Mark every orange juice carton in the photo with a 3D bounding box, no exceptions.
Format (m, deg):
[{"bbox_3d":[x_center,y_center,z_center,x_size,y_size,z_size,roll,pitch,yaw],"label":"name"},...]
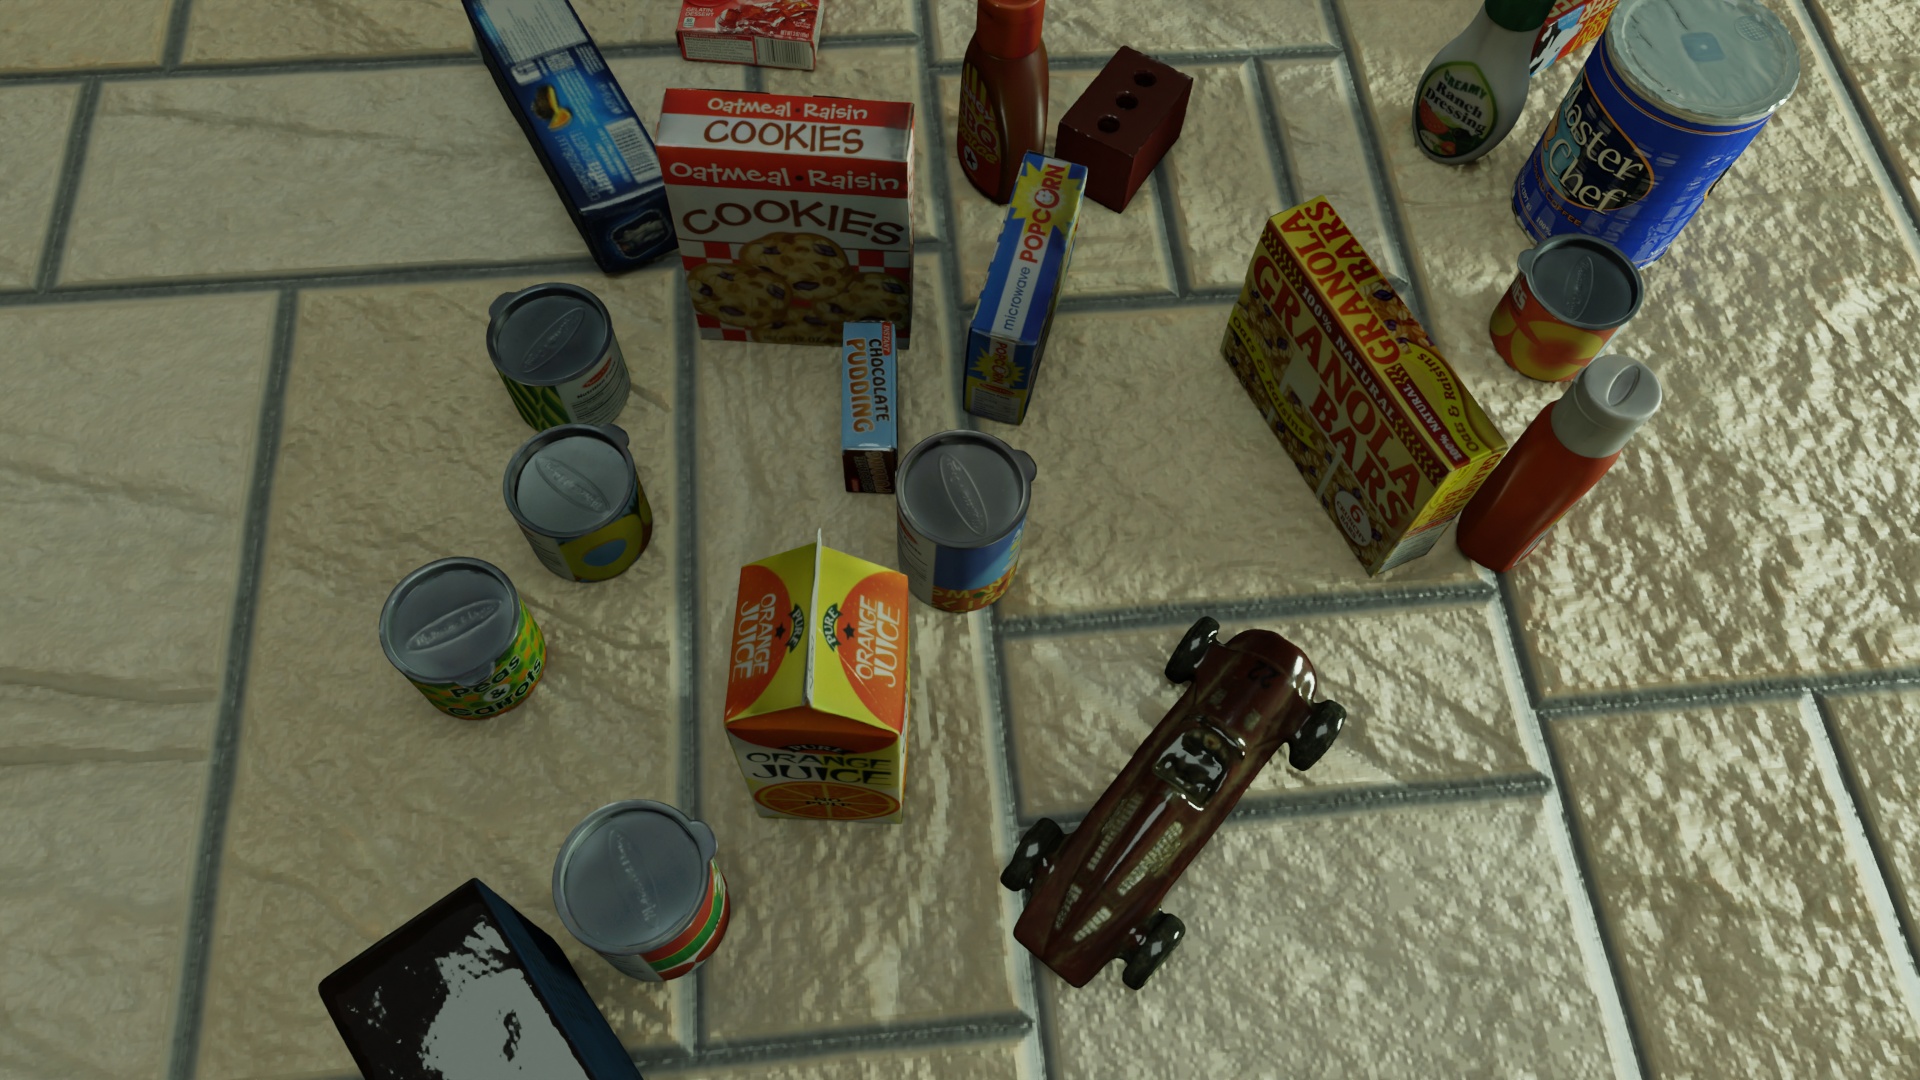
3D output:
[{"bbox_3d":[-0.059,0.066,0.614,0.073,0.191,0.072,3,64,-1],"label":"orange juice carton"}]

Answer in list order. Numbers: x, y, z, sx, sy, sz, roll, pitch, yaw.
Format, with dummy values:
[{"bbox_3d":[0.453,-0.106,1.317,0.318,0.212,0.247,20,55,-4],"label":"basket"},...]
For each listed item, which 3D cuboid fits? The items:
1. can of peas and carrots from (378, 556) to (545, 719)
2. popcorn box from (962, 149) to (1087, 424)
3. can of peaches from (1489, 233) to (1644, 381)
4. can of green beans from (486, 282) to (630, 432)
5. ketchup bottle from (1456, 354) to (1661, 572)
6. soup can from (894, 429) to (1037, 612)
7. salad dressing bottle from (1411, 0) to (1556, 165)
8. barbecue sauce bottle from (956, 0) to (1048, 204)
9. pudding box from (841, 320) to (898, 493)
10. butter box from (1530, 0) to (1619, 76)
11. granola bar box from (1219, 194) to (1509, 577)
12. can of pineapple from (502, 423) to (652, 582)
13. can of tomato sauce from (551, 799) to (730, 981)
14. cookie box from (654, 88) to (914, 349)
[{"bbox_3d":[-0.244,0.051,0.689,0.071,0.058,0.071,1,64,-2],"label":"can of peas and carrots"},{"bbox_3d":[0.036,-0.140,0.778,0.038,0.085,0.127,14,64,5],"label":"popcorn box"},{"bbox_3d":[0.346,-0.134,0.802,0.071,0.057,0.071,1,64,-2],"label":"can of peaches"},{"bbox_3d":[-0.219,-0.098,0.763,0.071,0.057,0.071,1,64,-2],"label":"can of green beans"},{"bbox_3d":[0.301,-0.040,0.704,0.043,0.148,0.065,35,68,14],"label":"ketchup bottle"},{"bbox_3d":[0.003,-0.009,0.714,0.071,0.083,0.071,1,64,-2],"label":"soup can"},{"bbox_3d":[0.316,-0.289,0.827,0.044,0.147,0.064,-41,72,-19],"label":"salad dressing bottle"},{"bbox_3d":[0.026,-0.264,0.803,0.044,0.148,0.065,-27,68,-14],"label":"barbecue sauce bottle"},{"bbox_3d":[-0.049,-0.073,0.762,0.030,0.049,0.084,0,64,-2],"label":"pudding box"},{"bbox_3d":[0.401,-0.344,0.910,0.104,0.053,0.024,-32,70,-16],"label":"butter box"},{"bbox_3d":[0.204,-0.078,0.733,0.039,0.123,0.166,-23,67,-12],"label":"granola bar box"},{"bbox_3d":[-0.196,-0.020,0.726,0.071,0.057,0.071,1,64,-2],"label":"can of pineapple"},{"bbox_3d":[-0.140,0.158,0.627,0.071,0.082,0.071,1,64,-2],"label":"can of tomato sauce"},{"bbox_3d":[-0.087,-0.166,0.741,0.123,0.166,0.040,3,64,-1],"label":"cookie box"}]
